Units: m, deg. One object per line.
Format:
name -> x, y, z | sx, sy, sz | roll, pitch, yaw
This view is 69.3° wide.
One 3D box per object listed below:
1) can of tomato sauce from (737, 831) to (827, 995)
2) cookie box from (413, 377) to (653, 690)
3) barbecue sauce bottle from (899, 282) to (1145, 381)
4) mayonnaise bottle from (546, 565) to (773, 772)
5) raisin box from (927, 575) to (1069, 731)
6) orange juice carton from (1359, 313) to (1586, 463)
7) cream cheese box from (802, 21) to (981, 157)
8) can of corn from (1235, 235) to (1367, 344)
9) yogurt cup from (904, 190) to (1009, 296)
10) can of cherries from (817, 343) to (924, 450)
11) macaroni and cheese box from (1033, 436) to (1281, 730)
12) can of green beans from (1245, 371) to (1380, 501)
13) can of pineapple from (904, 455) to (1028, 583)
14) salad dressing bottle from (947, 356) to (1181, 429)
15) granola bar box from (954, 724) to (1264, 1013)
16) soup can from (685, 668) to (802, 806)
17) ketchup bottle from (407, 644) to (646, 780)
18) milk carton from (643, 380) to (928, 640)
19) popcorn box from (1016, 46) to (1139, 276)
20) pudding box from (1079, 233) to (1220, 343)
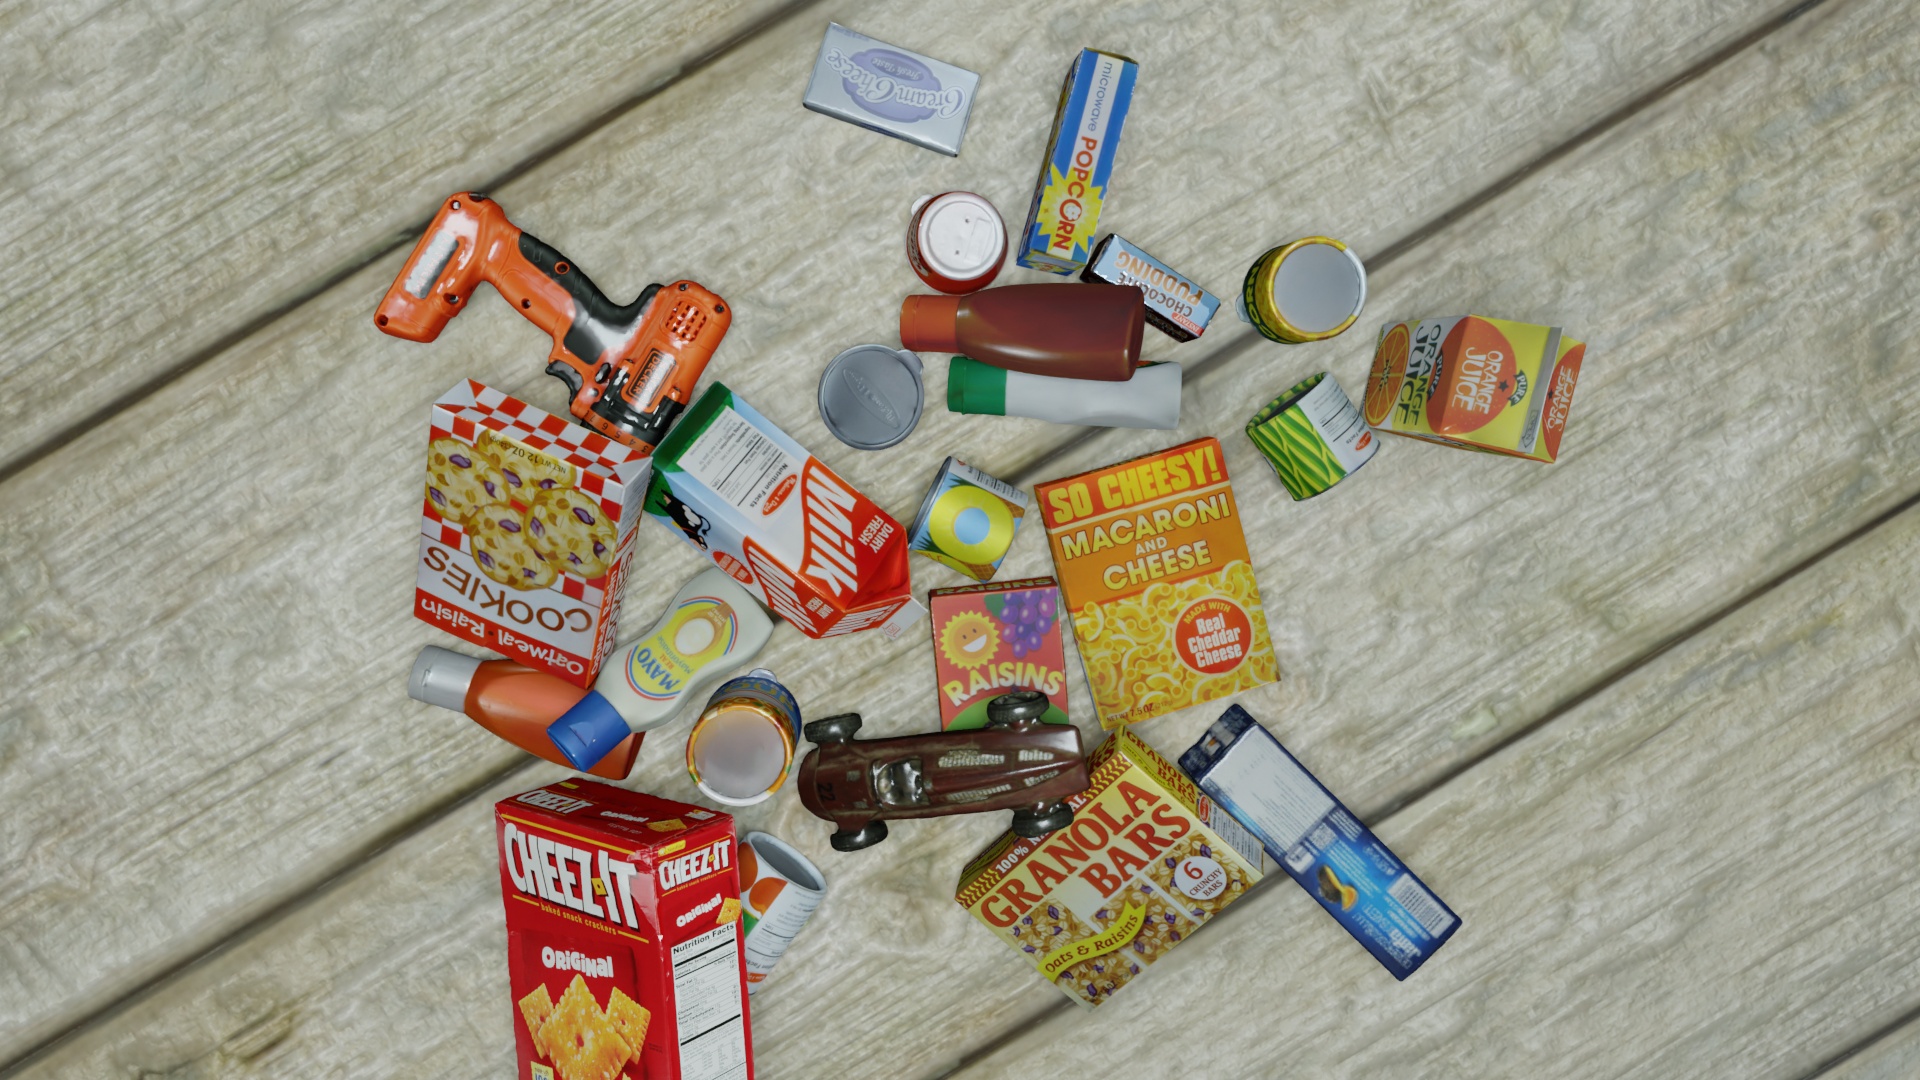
can of tomato sauce -> -0.138, 0.242, 0.910 | 0.071, 0.071, 0.083 | 35, 92, -6
cookie box -> -0.264, 0.001, 0.846 | 0.123, 0.040, 0.166 | 23, 125, 3
barbecue sauce bottle -> 0.037, -0.133, 0.866 | 0.148, 0.043, 0.065 | 5, 53, 16
mayonnaise bottle -> -0.190, 0.084, 0.876 | 0.149, 0.041, 0.065 | -42, 87, -23
raisin box -> 0.027, 0.090, 0.918 | 0.086, 0.040, 0.123 | -6, 97, -2
orange juice carton -> 0.311, -0.092, 0.839 | 0.073, 0.193, 0.071 | 13, 96, -4
cream cheese box -> -0.043, -0.286, 0.884 | 0.104, 0.024, 0.053 | 18, 95, -5
can of corn -> 0.219, -0.160, 0.895 | 0.071, 0.058, 0.071 | 0, 95, -3
yogurt cup -> -0.001, -0.191, 0.881 | 0.072, 0.054, 0.072 | 0, 96, -4
can of cherries -> -0.054, -0.092, 0.886 | 0.071, 0.058, 0.071 | 0, 95, -3
macaroni and cheese box -> 0.129, 0.027, 0.917 | 0.124, 0.040, 0.166 | -16, 97, -1
can of green beans -> 0.227, -0.068, 0.900 | 0.071, 0.071, 0.058 | -37, 96, 1
can of pineapple -> 0.003, -0.011, 0.893 | 0.058, 0.071, 0.071 | 26, 94, -6
salad dressing bottle -> 0.066, -0.097, 0.893 | 0.148, 0.064, 0.044 | 3, 95, 4
granola bar box -> 0.095, 0.215, 0.904 | 0.124, 0.039, 0.165 | 41, 115, -5
soup can -> -0.137, 0.124, 0.889 | 0.071, 0.084, 0.071 | 0, 95, -3
ketchup bottle -> -0.278, 0.106, 0.899 | 0.149, 0.043, 0.064 | 17, 88, -5
milk carton -> -0.106, -0.004, 0.872 | 0.190, 0.072, 0.074 | 38, 62, -5
popcorn box -> 0.071, -0.232, 0.866 | 0.038, 0.085, 0.126 | 15, 94, -5
pudding box -> 0.121, -0.162, 0.893 | 0.084, 0.050, 0.030 | 31, 92, -6
